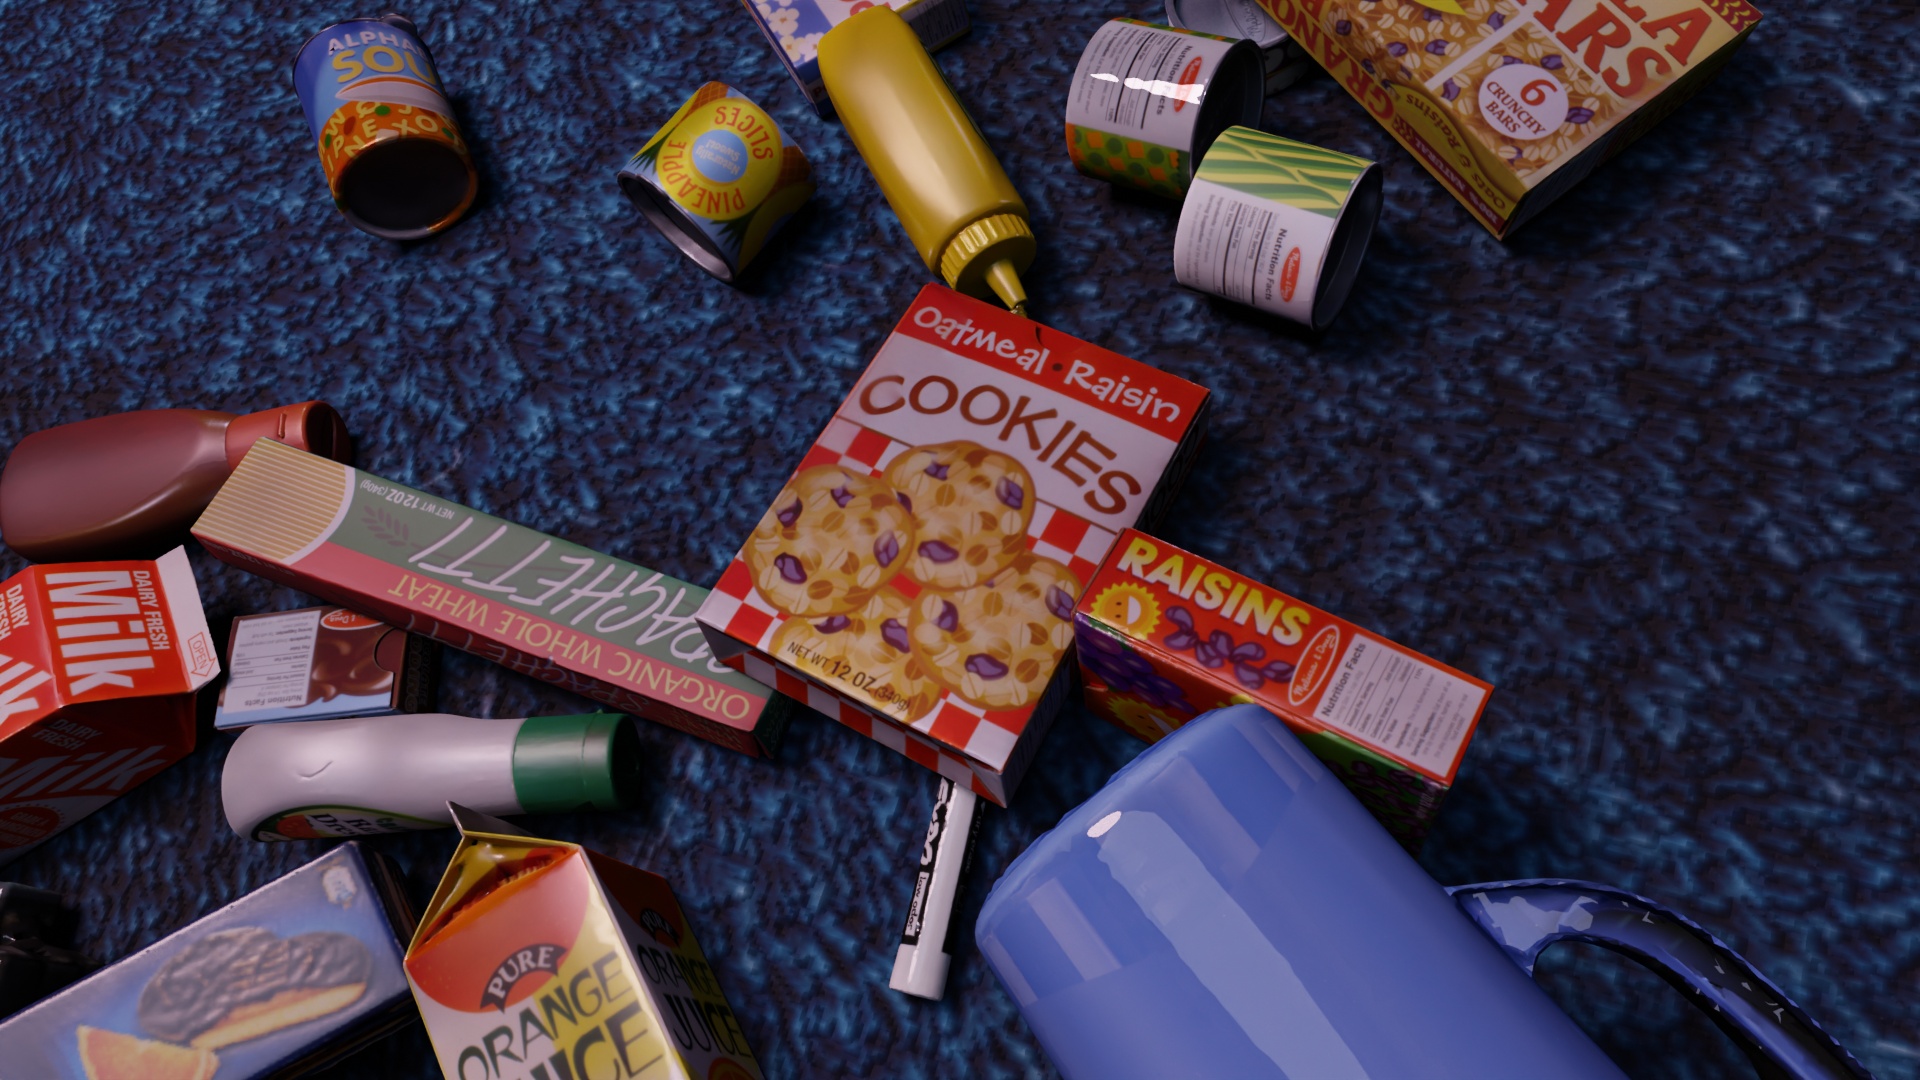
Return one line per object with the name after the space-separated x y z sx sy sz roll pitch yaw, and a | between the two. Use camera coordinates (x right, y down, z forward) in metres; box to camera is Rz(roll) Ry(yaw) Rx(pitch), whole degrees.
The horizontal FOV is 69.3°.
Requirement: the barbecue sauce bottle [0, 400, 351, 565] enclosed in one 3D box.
-0.351 -0.031 0.623 0.148 0.043 0.065 -11 65 9 | barbecue sauce bottle

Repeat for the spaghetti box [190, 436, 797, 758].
-0.179 0.020 0.544 0.250 0.028 0.050 18 63 11 | spaghetti box

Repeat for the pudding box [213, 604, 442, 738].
-0.259 0.054 0.571 0.084 0.030 0.050 -8 65 11 | pudding box

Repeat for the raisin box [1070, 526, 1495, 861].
0.100 0.053 0.452 0.123 0.085 0.040 25 68 22 | raisin box

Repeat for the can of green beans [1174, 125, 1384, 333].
0.122 -0.120 0.533 0.058 0.071 0.071 23 75 22 | can of green beans

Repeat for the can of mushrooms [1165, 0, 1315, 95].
0.125 -0.226 0.596 0.071 0.033 0.071 -5 66 12 | can of mushrooms

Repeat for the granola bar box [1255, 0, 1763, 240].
0.204 -0.217 0.546 0.124 0.039 0.166 -36 75 -10 | granola bar box

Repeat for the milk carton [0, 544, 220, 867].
-0.393 0.077 0.570 0.191 0.073 0.072 -32 64 -2 | milk carton

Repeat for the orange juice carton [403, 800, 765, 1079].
-0.120 0.172 0.463 0.073 0.071 0.193 -34 64 -2 | orange juice carton

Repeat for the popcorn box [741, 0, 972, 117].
-0.062 -0.270 0.658 0.085 0.038 0.127 -31 64 0 | popcorn box

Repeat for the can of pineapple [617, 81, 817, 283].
-0.105 -0.156 0.602 0.071 0.071 0.058 35 79 24 | can of pineapple

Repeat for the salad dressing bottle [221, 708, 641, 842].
-0.198 0.088 0.526 0.148 0.064 0.044 -5 69 5 | salad dressing bottle

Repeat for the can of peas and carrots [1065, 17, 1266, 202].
0.084 -0.173 0.565 0.059 0.070 0.071 22 74 27 | can of peas and carrots

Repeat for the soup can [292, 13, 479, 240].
-0.272 -0.197 0.661 0.071 0.071 0.084 -29 64 0 | soup can

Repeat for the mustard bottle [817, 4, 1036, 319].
-0.007 -0.150 0.582 0.049 0.065 0.160 -31 69 6 | mustard bottle

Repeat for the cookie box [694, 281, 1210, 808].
0.002 -0.006 0.510 0.123 0.040 0.168 24 65 17 | cookie box
